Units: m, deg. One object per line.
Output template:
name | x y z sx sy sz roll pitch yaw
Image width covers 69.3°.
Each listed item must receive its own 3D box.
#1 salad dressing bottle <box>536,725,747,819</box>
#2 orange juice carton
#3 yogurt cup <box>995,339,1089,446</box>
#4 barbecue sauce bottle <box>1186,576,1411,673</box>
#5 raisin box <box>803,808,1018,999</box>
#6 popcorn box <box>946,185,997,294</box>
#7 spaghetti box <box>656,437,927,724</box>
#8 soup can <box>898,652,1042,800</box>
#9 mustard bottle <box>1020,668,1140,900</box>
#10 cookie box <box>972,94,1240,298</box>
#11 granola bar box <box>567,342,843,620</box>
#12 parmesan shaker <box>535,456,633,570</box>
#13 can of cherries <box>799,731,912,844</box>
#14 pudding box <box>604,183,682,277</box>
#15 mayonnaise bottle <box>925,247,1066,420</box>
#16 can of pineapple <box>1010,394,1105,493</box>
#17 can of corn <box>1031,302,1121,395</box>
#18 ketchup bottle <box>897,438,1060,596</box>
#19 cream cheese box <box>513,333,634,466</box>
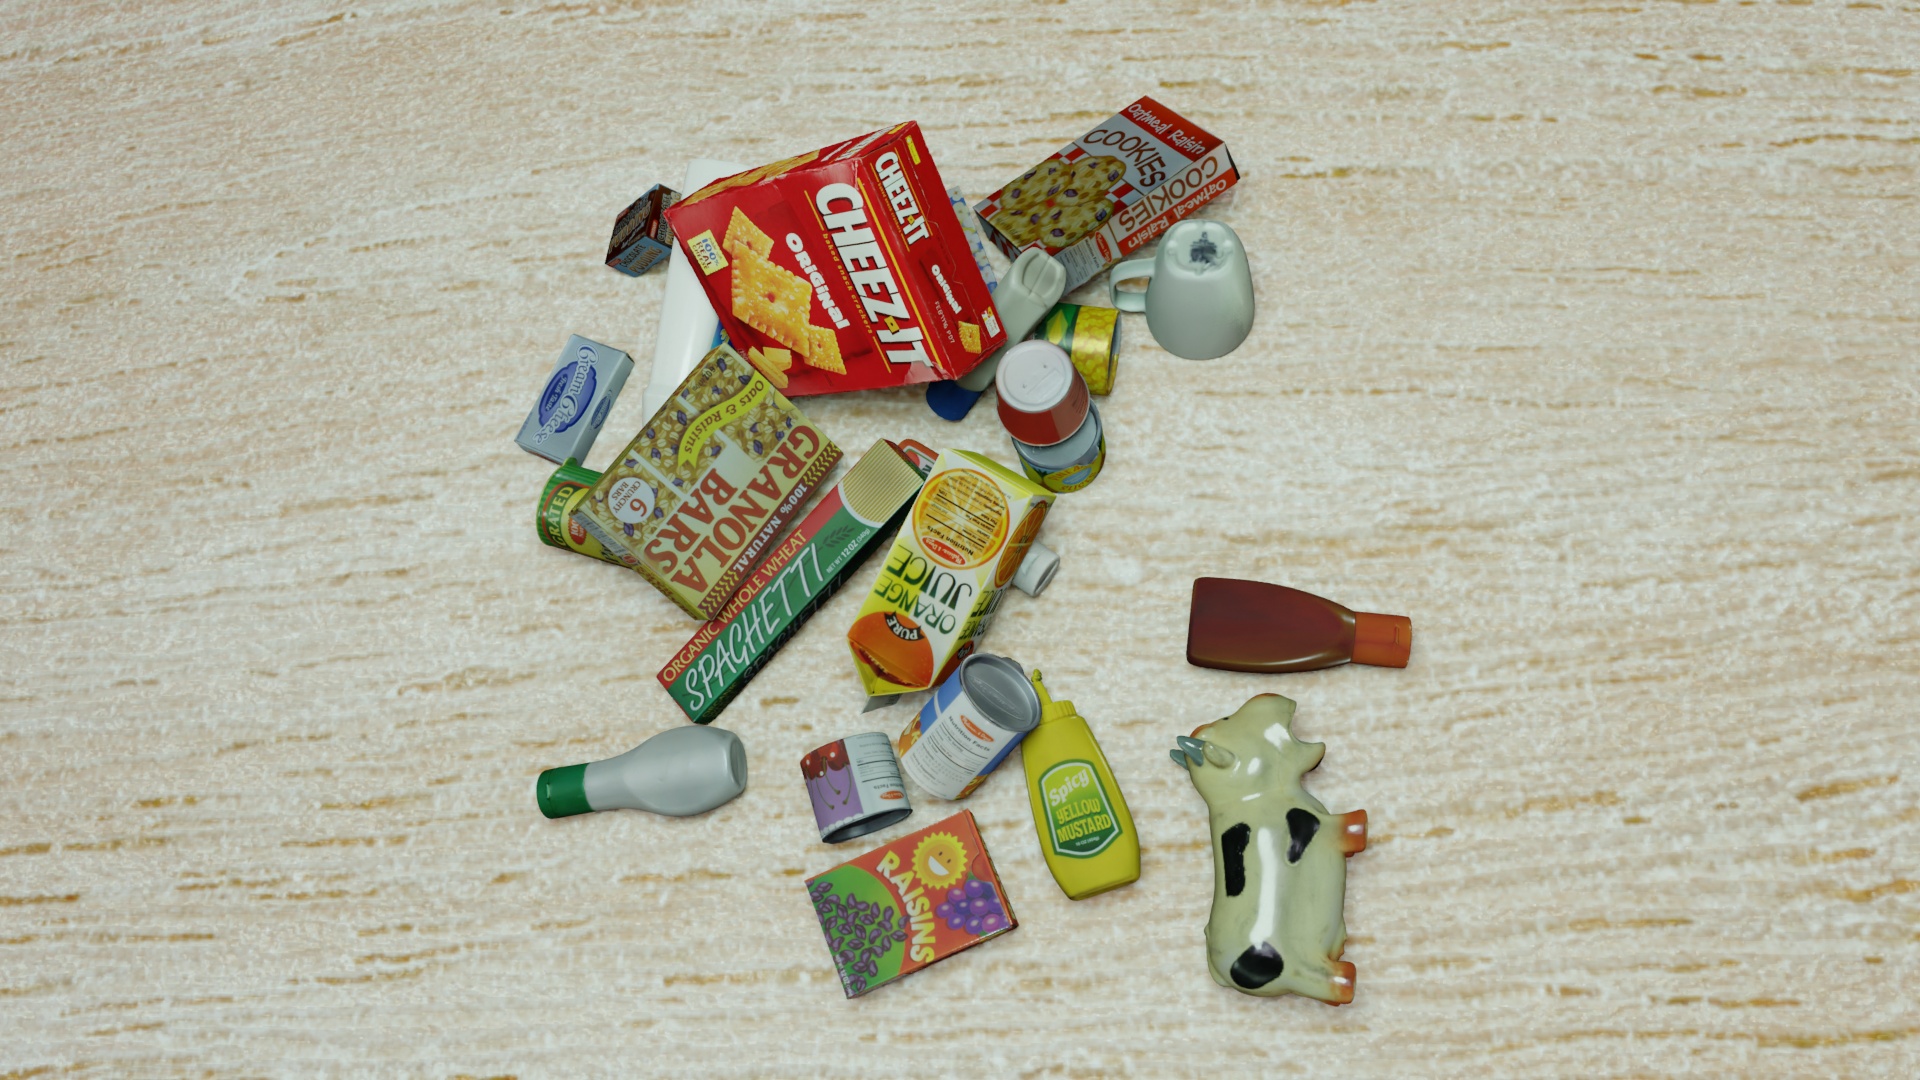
salad dressing bottle | -0.231 0.172 1.007 0.148 0.044 0.064 -10 75 7
orange juice carton | -0.015 0.035 0.968 0.073 0.072 0.192 30 99 15
yogurt cup | 0.055 -0.106 0.977 0.072 0.054 0.072 -3 74 9
barbecue sauce bottle | 0.233 0.063 0.963 0.148 0.043 0.065 5 74 11
raisin box | -0.033 0.248 0.951 0.123 0.040 0.086 -24 70 1
popcorn box | -0.018 -0.206 1.092 0.085 0.038 0.127 -20 70 3
spaghetti box | -0.122 0.032 1.015 0.250 0.028 0.050 -46 72 6
soup can | 0.007 0.127 0.952 0.071 0.071 0.083 52 124 19
mustard bottle | 0.073 0.163 0.955 0.065 0.048 0.160 -20 71 1
cookie box | 0.109 -0.264 1.062 0.167 0.040 0.123 -33 41 -2
granola bar box | -0.182 -0.043 1.014 0.124 0.039 0.166 43 69 -18
parmesan shaker | -0.260 -0.017 1.057 0.103 0.071 0.071 15 76 14
can of cherries | -0.075 0.173 0.969 0.071 0.071 0.058 -21 71 3
pudding box | -0.255 -0.251 1.127 0.083 0.030 0.050 -11 64 52
mayonnaise bottle | 0.022 -0.145 1.016 0.041 0.147 0.065 33 46 -7
can of pineapple | 0.074 -0.072 1.024 0.071 0.057 0.071 -3 73 9
can of corn | 0.086 -0.142 1.039 0.058 0.071 0.071 9 75 12
ketchup bottle | 0.004 -0.013 1.025 0.149 0.043 0.065 34 85 17
cream cheese box | -0.311 -0.112 1.119 0.053 0.024 0.104 21 77 15
